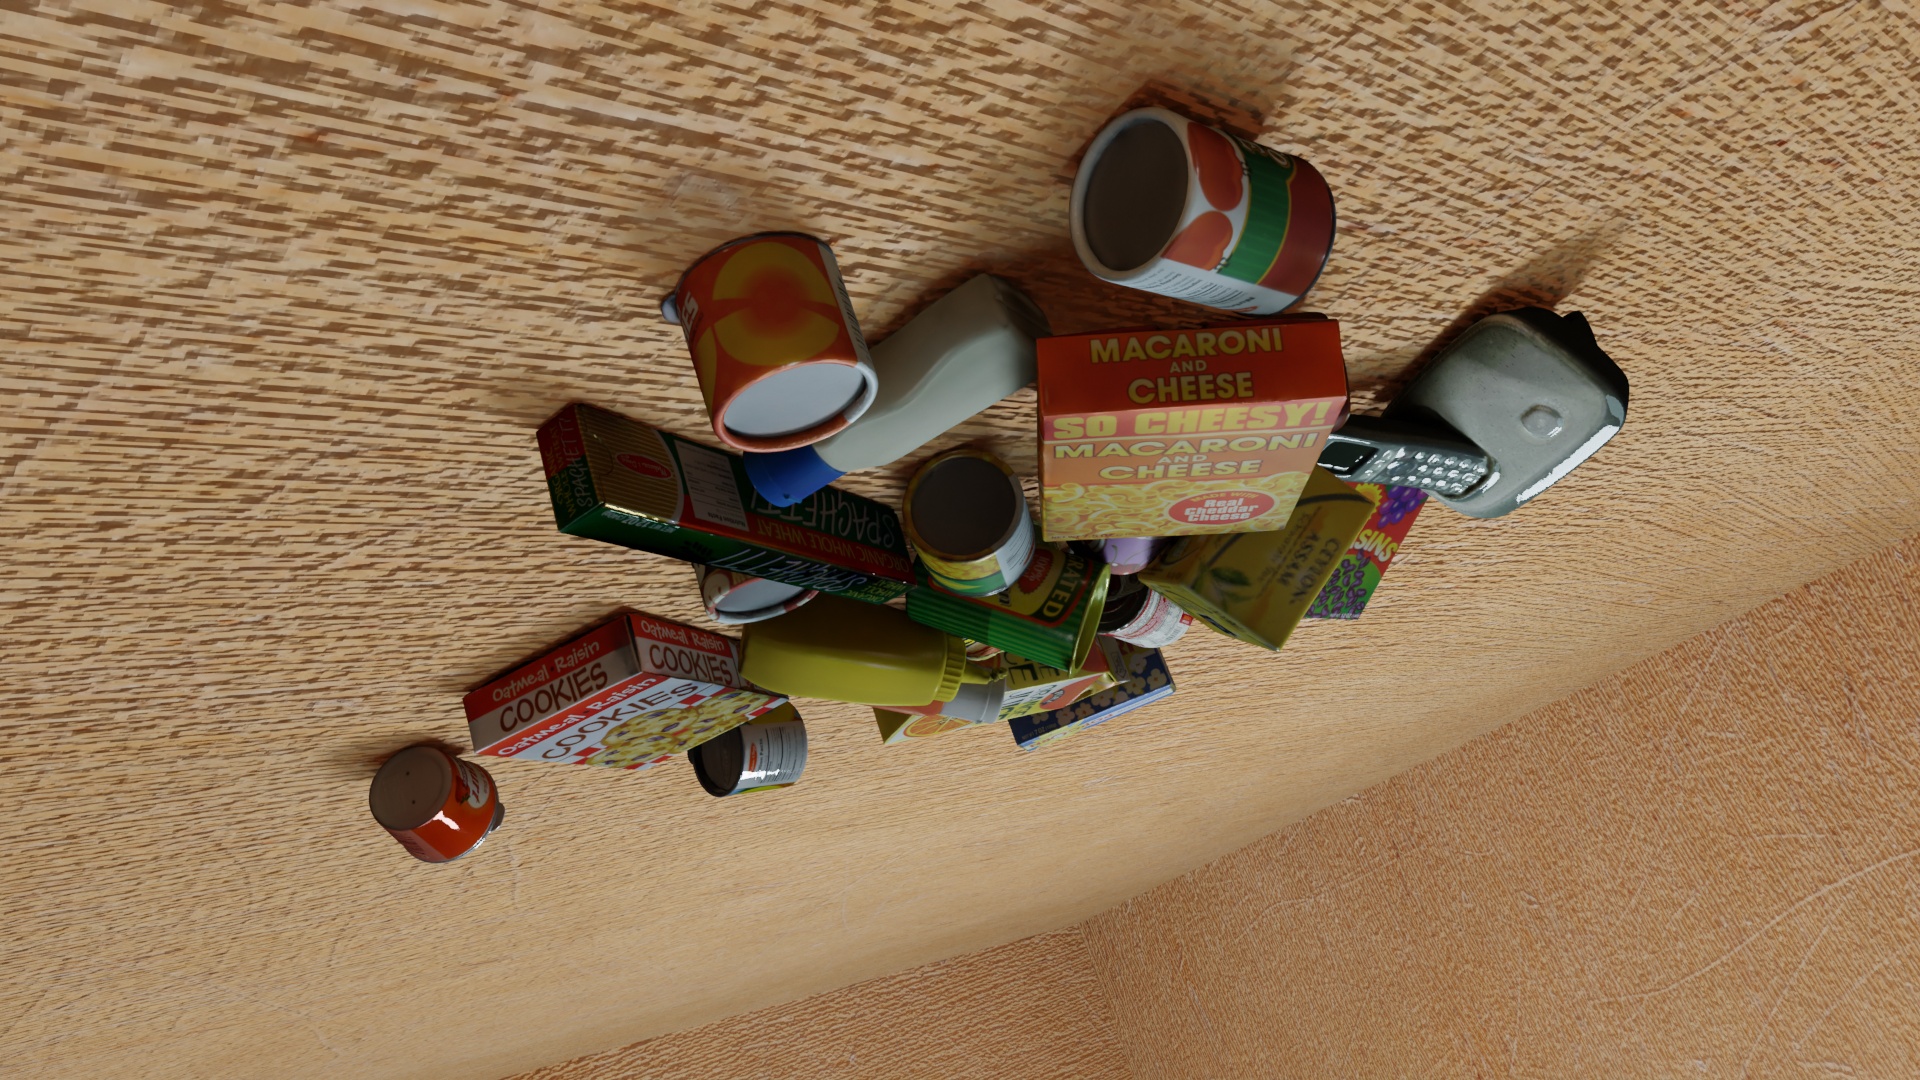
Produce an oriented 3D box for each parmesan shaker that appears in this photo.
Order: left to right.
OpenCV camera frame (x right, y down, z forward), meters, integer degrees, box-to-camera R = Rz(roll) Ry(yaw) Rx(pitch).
[{"bbox_3d":[0.026,0.032,0.799,0.103,0.071,0.071,17,163,13],"label":"parmesan shaker"}]

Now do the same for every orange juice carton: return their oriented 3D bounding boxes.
[{"bbox_3d":[0.032,0.085,0.997,0.193,0.072,0.072,-8,156,-28],"label":"orange juice carton"}]

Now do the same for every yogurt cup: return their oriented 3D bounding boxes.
[{"bbox_3d":[-0.333,0.163,0.874,0.072,0.072,0.053,-20,151,-1],"label":"yogurt cup"}]

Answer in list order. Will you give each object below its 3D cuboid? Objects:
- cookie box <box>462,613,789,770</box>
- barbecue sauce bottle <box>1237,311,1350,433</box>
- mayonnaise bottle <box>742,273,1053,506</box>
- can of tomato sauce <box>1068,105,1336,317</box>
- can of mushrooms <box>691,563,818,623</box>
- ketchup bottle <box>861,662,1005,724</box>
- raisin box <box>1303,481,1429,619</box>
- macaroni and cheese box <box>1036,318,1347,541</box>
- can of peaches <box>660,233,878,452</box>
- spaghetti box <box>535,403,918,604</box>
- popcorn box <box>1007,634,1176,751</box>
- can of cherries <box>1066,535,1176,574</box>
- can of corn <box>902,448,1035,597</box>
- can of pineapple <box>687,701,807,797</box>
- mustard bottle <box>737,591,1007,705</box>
[{"bbox_3d":[-0.203,0.098,0.863,0.123,0.040,0.167,-26,159,16],"label":"cookie box"},{"bbox_3d":[0.117,-0.075,0.700,0.149,0.065,0.043,-9,166,-6],"label":"barbecue sauce bottle"},{"bbox_3d":[-0.031,-0.063,0.622,0.148,0.041,0.065,-28,158,22],"label":"mayonnaise bottle"},{"bbox_3d":[0.093,-0.128,0.538,0.083,0.071,0.071,4,148,-40],"label":"can of tomato sauce"},{"bbox_3d":[-0.110,0.017,0.756,0.071,0.033,0.070,-17,159,-7],"label":"can of mushrooms"},{"bbox_3d":[-0.047,0.086,0.887,0.149,0.043,0.064,13,165,-11],"label":"ketchup bottle"},{"bbox_3d":[0.258,-0.007,0.943,0.086,0.040,0.122,4,123,-30],"label":"raisin box"},{"bbox_3d":[0.096,-0.045,0.631,0.124,0.040,0.166,-3,162,3],"label":"macaroni and cheese box"},{"bbox_3d":[-0.073,-0.074,0.532,0.071,0.058,0.071,-18,159,-7],"label":"can of peaches"},{"bbox_3d":[-0.100,-0.010,0.675,0.028,0.050,0.250,-27,158,23],"label":"spaghetti box"},{"bbox_3d":[0.091,0.099,1.065,0.126,0.085,0.038,-23,159,7],"label":"popcorn box"},{"bbox_3d":[0.095,-0.021,0.805,0.072,0.071,0.058,-11,158,-23],"label":"can of cherries"},{"bbox_3d":[0.003,-0.009,0.751,0.071,0.071,0.058,-20,158,1],"label":"can of corn"},{"bbox_3d":[-0.152,0.147,0.995,0.058,0.071,0.070,2,150,-44],"label":"can of pineapple"},{"bbox_3d":[-0.049,0.068,0.822,0.160,0.066,0.048,13,128,-11],"label":"mustard bottle"}]
